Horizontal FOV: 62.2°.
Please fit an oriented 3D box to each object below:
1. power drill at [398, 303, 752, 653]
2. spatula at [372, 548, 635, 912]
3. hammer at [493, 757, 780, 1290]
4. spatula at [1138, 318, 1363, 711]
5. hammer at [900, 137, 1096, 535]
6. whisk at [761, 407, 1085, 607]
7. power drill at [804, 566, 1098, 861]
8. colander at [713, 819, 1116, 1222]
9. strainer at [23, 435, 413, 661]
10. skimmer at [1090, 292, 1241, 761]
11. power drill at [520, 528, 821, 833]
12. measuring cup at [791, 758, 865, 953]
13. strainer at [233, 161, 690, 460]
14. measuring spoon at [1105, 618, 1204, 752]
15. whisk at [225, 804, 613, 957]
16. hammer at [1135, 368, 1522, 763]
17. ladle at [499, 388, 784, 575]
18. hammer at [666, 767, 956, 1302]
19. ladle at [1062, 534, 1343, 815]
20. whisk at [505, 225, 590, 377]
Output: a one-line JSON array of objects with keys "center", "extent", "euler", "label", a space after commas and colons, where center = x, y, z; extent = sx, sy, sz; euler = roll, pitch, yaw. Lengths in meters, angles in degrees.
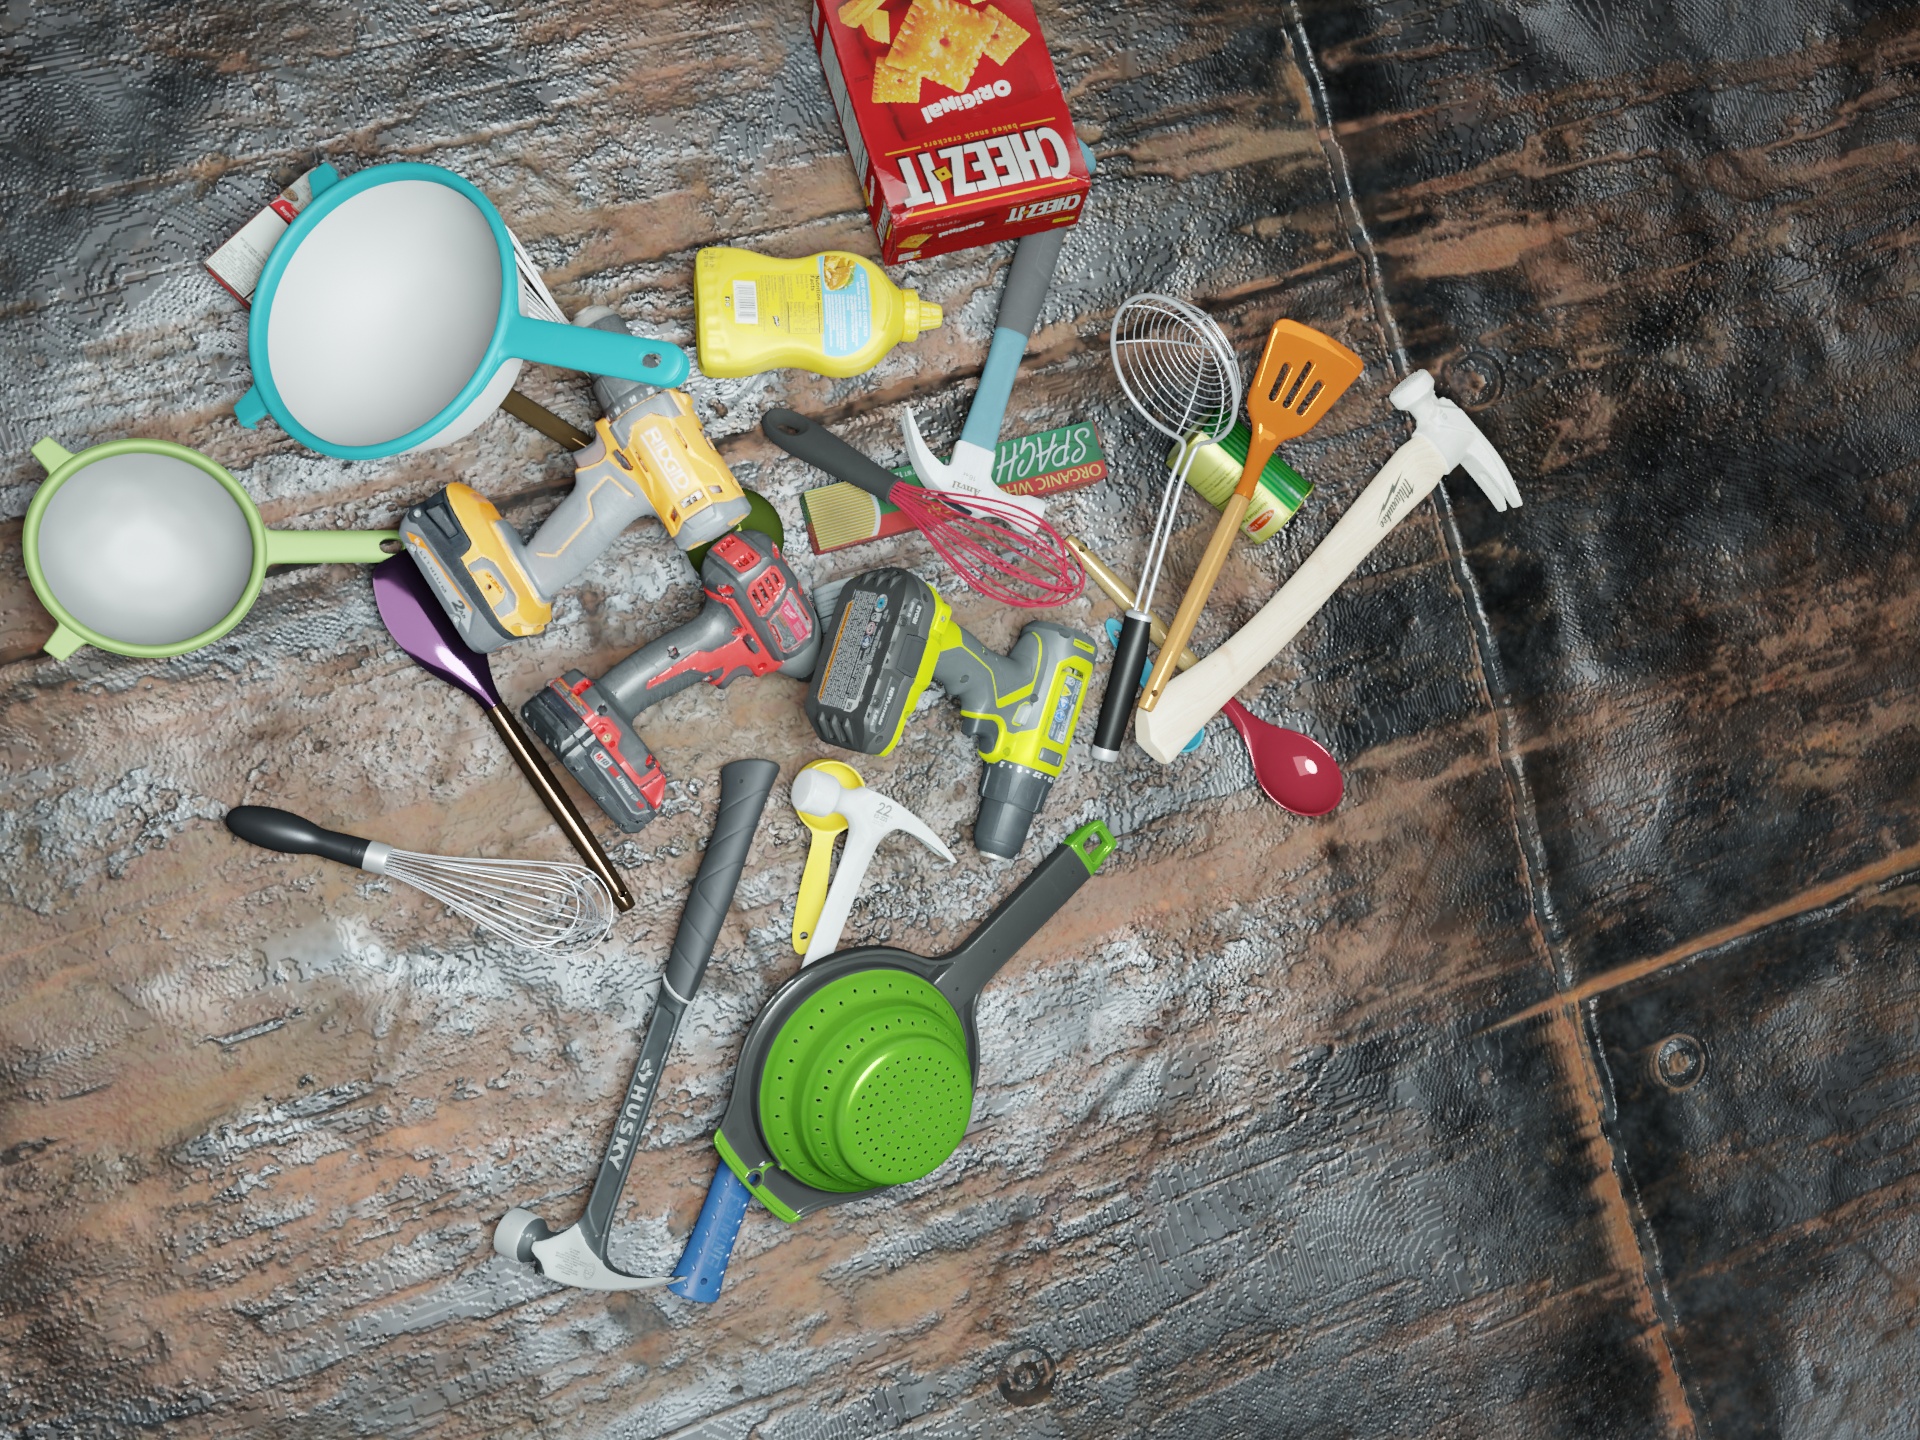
[{"center": [-0.290, -0.174, 1.153], "extent": [0.226, 0.084, 0.185], "euler": [-30, 95, 6], "label": "power drill"}, {"center": [-0.337, 0.013, 1.192], "extent": [0.060, 0.018, 0.316], "euler": [-37, 100, -26], "label": "spatula"}, {"center": [-0.215, 0.221, 1.189], "extent": [0.149, 0.036, 0.409], "euler": [14, 79, 23], "label": "hammer"}, {"center": [0.213, -0.155, 1.248], "extent": [0.081, 0.041, 0.322], "euler": [25, 87, -10], "label": "spatula"}, {"center": [0.046, -0.318, 1.268], "extent": [0.128, 0.033, 0.331], "euler": [19, 78, -8], "label": "hammer"}, {"center": [-0.033, -0.165, 1.204], "extent": [0.296, 0.073, 0.073], "euler": [31, 81, 18], "label": "whisk"}, {"center": [-0.002, -0.004, 1.208], "extent": [0.228, 0.080, 0.190], "euler": [22, 84, -42], "label": "power drill"}, {"center": [-0.002, 0.224, 1.209], "extent": [0.397, 0.094, 0.204], "euler": [-43, 116, -17], "label": "colander"}, {"center": [-0.526, -0.122, 1.145], "extent": [0.256, 0.069, 0.151], "euler": [-4, 91, -30], "label": "strainer"}, {"center": [0.135, -0.144, 1.245], "extent": [0.090, 0.127, 0.363], "euler": [4, 105, -42], "label": "skimmer"}, {"center": [-0.200, -0.028, 1.181], "extent": [0.219, 0.079, 0.143], "euler": [-42, 140, -12], "label": "power drill"}, {"center": [-0.114, 0.105, 1.247], "extent": [0.062, 0.029, 0.156], "euler": [8, 99, -20], "label": "measuring cup"}, {"center": [-0.322, -0.257, 1.093], "extent": [0.340, 0.095, 0.211], "euler": [14, 85, 18], "label": "strainer"}, {"center": [0.154, -0.028, 1.313], "extent": [0.042, 0.021, 0.128], "euler": [-32, 86, -28], "label": "measuring spoon"}, {"center": [-0.395, 0.109, 1.167], "extent": [0.284, 0.070, 0.070], "euler": [17, 85, -7], "label": "whisk"}, {"center": [0.300, -0.109, 1.319], "extent": [0.411, 0.038, 0.146], "euler": [-45, 99, -15], "label": "hammer"}, {"center": [-0.278, -0.203, 1.212], "extent": [0.320, 0.062, 0.078], "euler": [31, 90, -3], "label": "ladle"}, {"center": [-0.128, 0.247, 1.218], "extent": [0.144, 0.035, 0.405], "euler": [22, 88, -32], "label": "hammer"}, {"center": [0.197, -0.038, 1.315], "extent": [0.315, 0.031, 0.069], "euler": [45, 67, -6], "label": "ladle"}, {"center": [-0.303, -0.300, 1.201], "extent": [0.246, 0.059, 0.058], "euler": [44, 53, -12], "label": "whisk"}]
